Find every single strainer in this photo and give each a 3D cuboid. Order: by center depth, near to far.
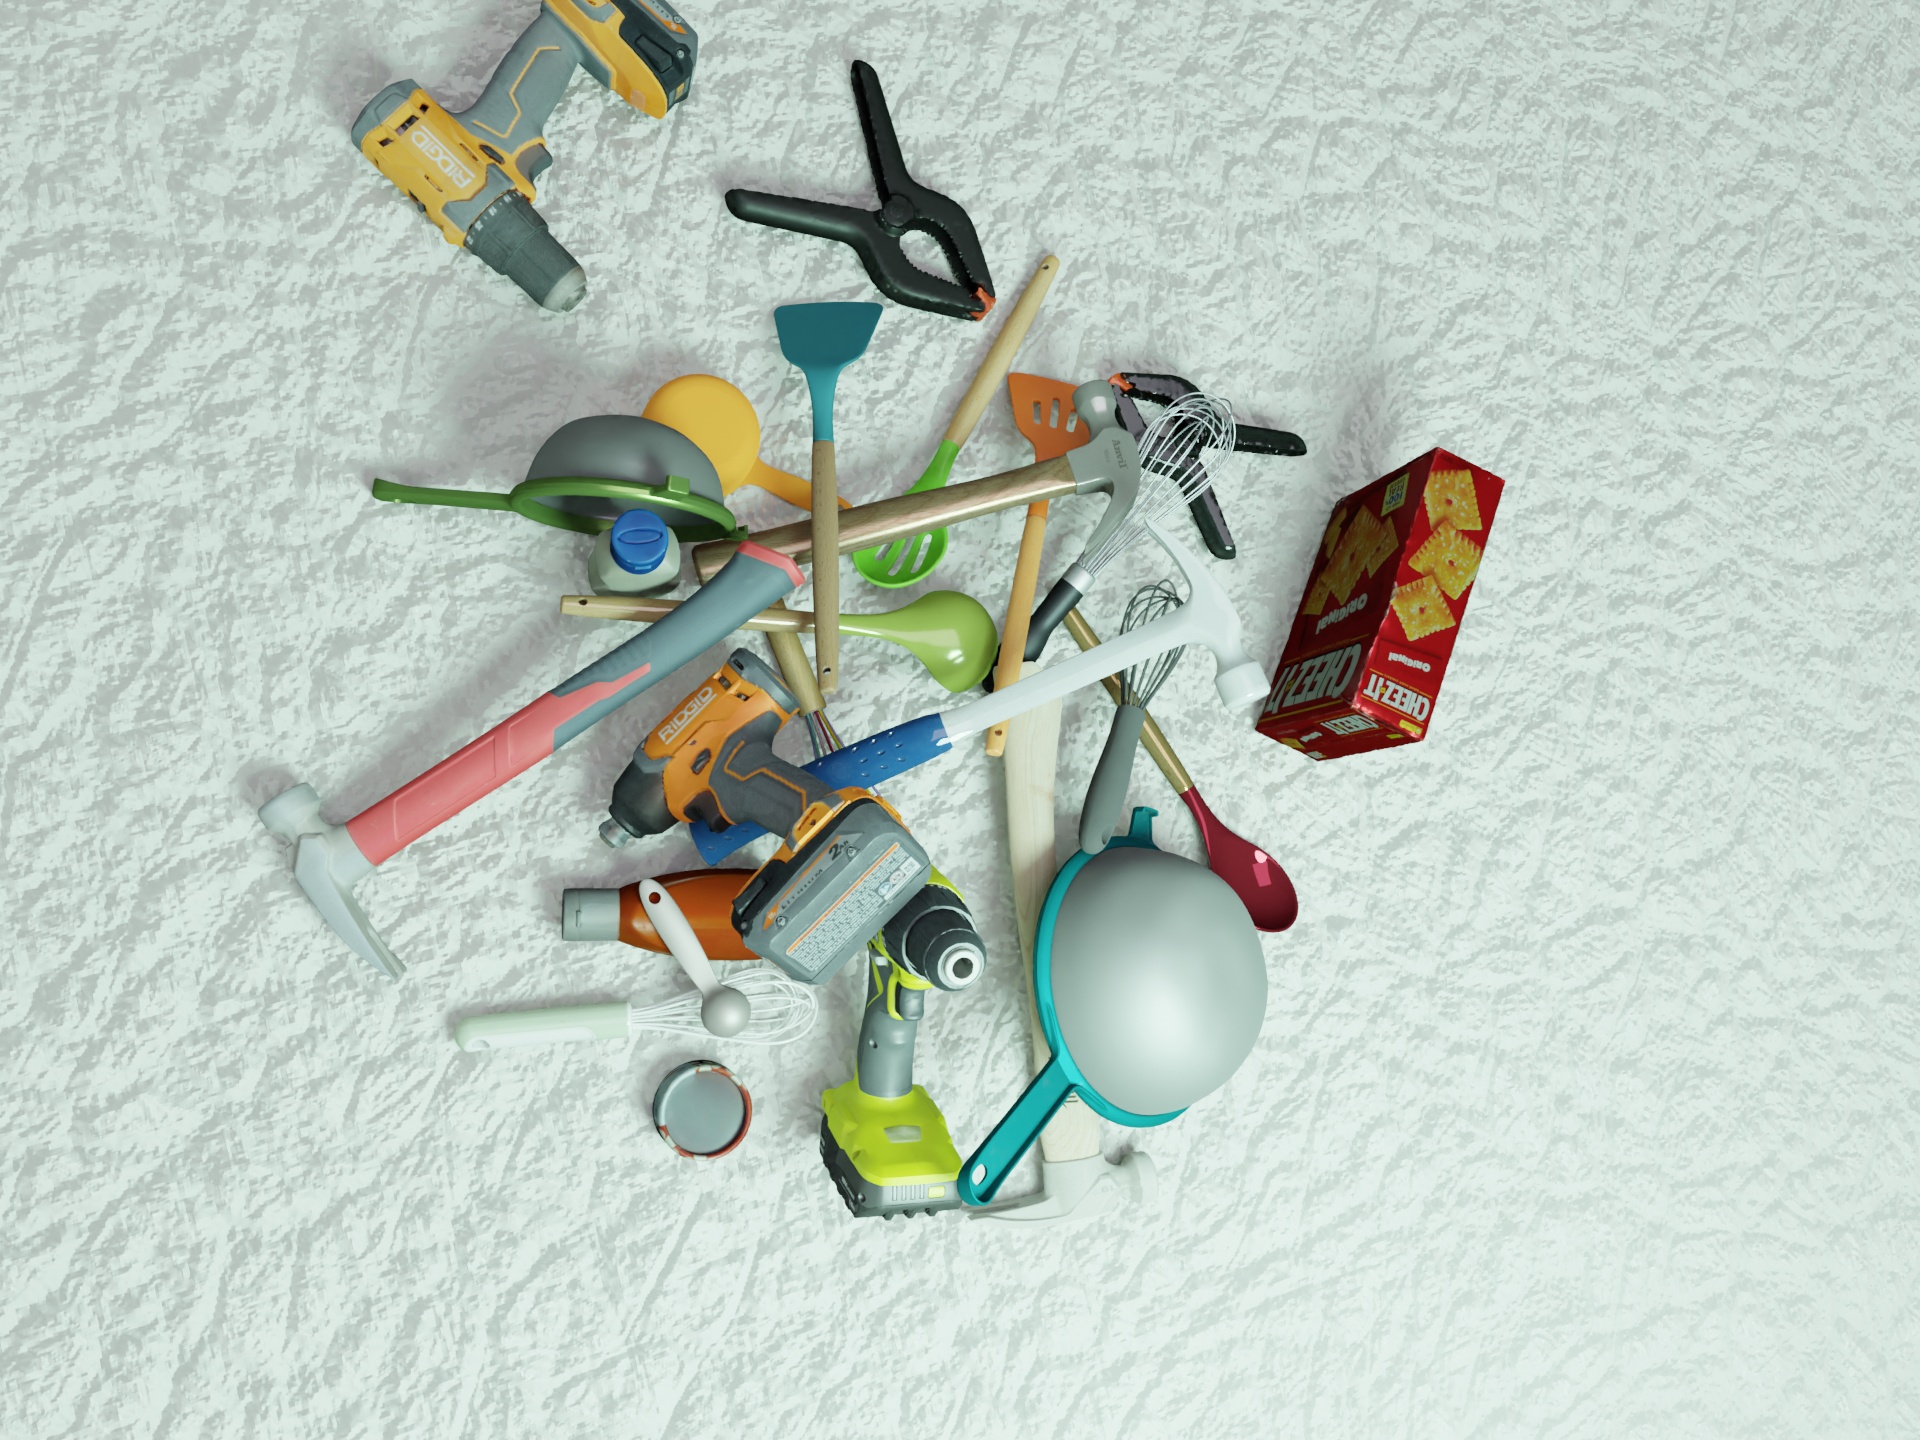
[{"bbox_3d":[-0.275,-0.171,1.078,0.256,0.151,0.069,5,85,9],"label":"strainer"},{"bbox_3d":[0.121,0.211,1.091,0.340,0.095,0.211,-41,108,-44],"label":"strainer"}]

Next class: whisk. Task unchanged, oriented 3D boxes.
[{"bbox_3d":[-0.221,0.206,1.096,0.246,0.057,0.059,-3,50,-13],"label":"whisk"},{"bbox_3d":[-0.102,0.016,1.155,0.051,0.047,0.245,-20,86,-28],"label":"whisk"},{"bbox_3d":[0.127,-0.006,1.186,0.055,0.055,0.239,26,61,-12],"label":"whisk"},{"bbox_3d":[0.110,-0.132,1.200,0.070,0.070,0.284,39,91,-9],"label":"whisk"}]

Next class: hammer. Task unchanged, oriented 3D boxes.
[{"bbox_3d":[-0.263,0.013,1.061,0.386,0.038,0.143,-33,95,-2],"label":"hammer"},{"bbox_3d":[-0.002,-0.004,1.102,0.405,0.035,0.144,-24,82,6],"label":"hammer"},{"bbox_3d":[-0.029,-0.148,1.152,0.331,0.031,0.130,-15,70,-3],"label":"hammer"},{"bbox_3d":[0.052,0.163,1.170,0.146,0.038,0.410,-6,90,-16],"label":"hammer"}]

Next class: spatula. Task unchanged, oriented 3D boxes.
[{"bbox_3d":[-0.095,-0.169,1.135,0.082,0.044,0.318,-2,74,0],"label":"spatula"},{"bbox_3d":[0.051,-0.124,1.181,0.081,0.041,0.323,13,71,-5],"label":"spatula"}]

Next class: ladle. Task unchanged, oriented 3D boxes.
[{"bbox_3d":[-0.122,-0.066,1.133,0.320,0.062,0.078,3,70,-19],"label":"ladle"},{"bbox_3d":[0.161,0.032,1.235,0.069,0.031,0.315,-35,92,-38],"label":"ladle"}]

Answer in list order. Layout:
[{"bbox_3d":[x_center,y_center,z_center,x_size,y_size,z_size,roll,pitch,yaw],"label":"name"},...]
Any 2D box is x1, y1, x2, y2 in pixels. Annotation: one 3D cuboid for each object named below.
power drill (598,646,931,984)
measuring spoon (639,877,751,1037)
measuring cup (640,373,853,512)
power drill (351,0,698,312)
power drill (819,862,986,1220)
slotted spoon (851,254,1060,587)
[{"bbox_3d":[-0.140,0.068,1.040,0.164,0.227,0.084,-45,140,-3],"label":"power drill"},{"bbox_3d":[-0.182,0.161,1.077,0.034,0.018,0.124,-32,92,-11],"label":"measuring spoon"},{"bbox_3d":[-0.150,-0.189,1.154,0.173,0.052,0.095,24,78,-11],"label":"measuring cup"},{"bbox_3d":[-0.284,-0.418,1.128,0.185,0.084,0.226,44,79,-8],"label":"power drill"},{"bbox_3d":[-0.036,0.208,1.057,0.080,0.191,0.228,1,102,-19],"label":"power drill"},{"bbox_3d":[0.006,-0.230,1.217,0.070,0.031,0.314,22,74,16],"label":"slotted spoon"}]
